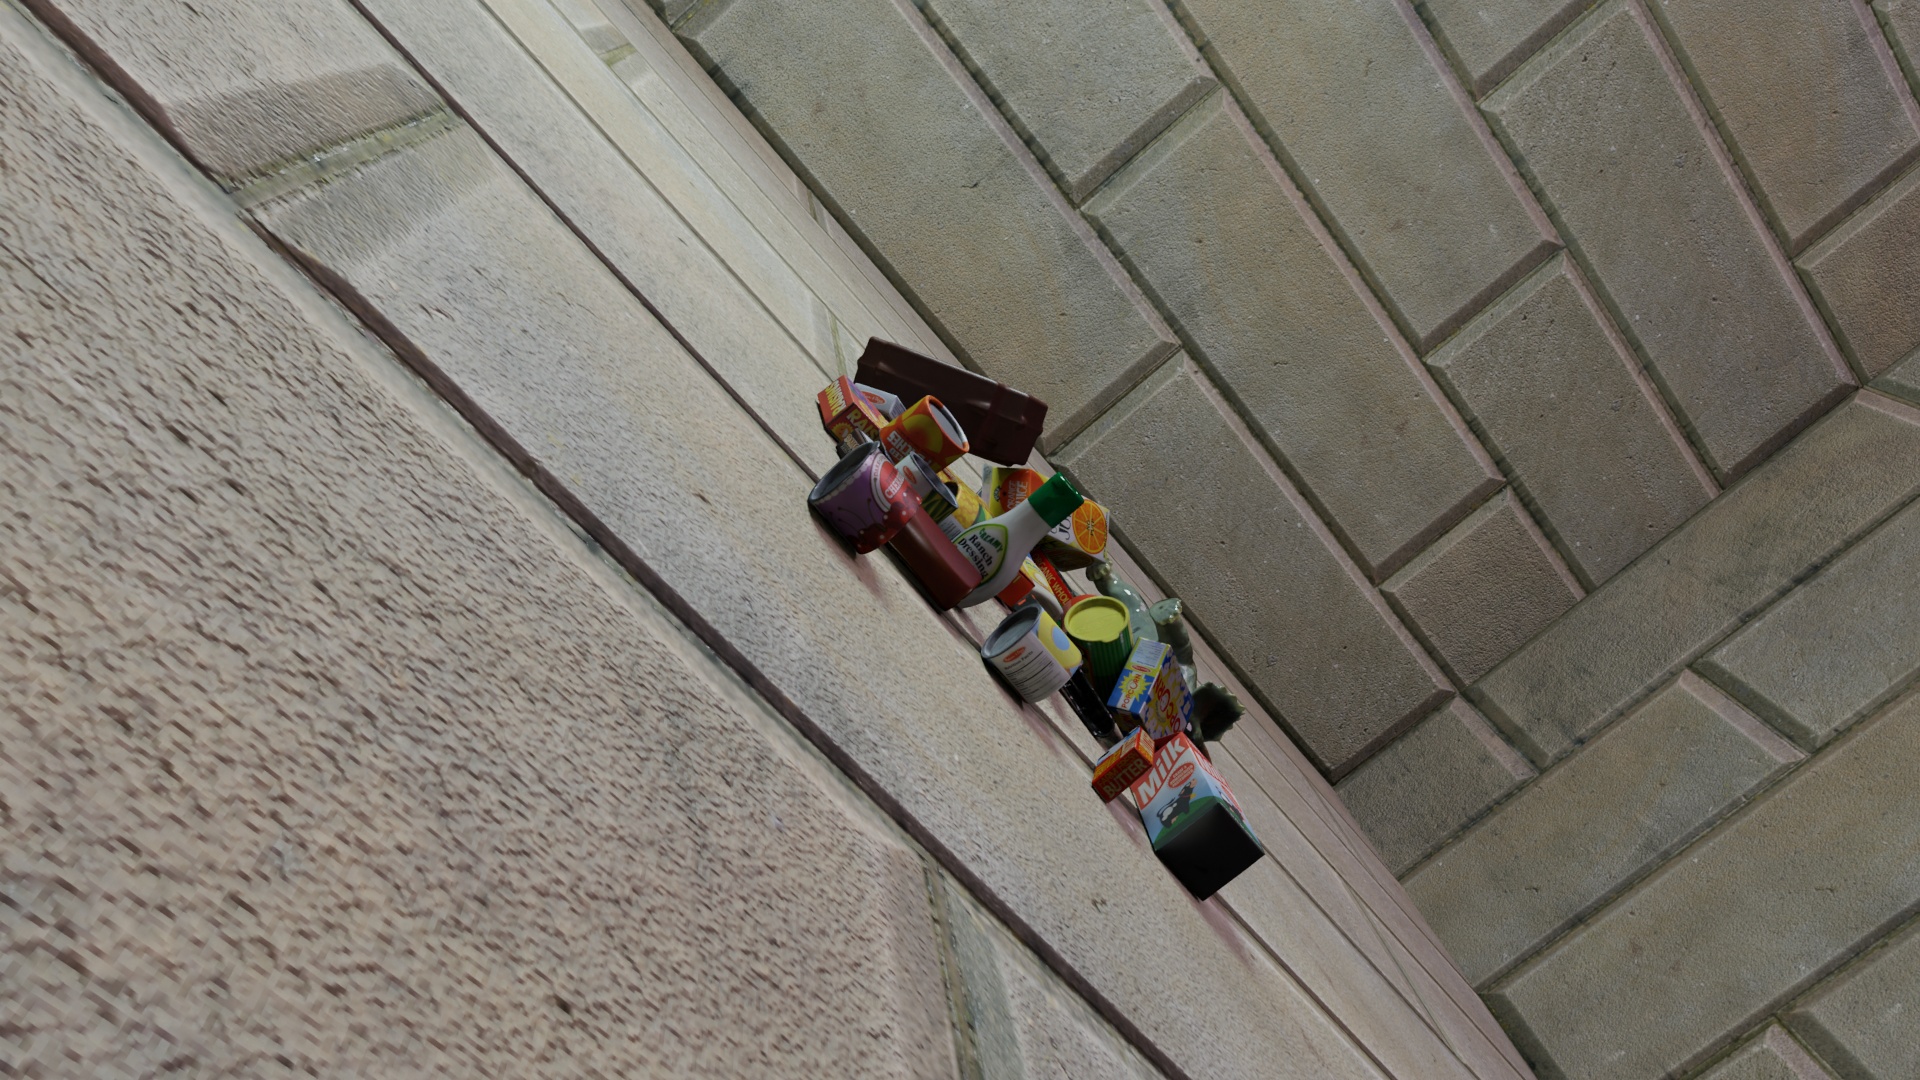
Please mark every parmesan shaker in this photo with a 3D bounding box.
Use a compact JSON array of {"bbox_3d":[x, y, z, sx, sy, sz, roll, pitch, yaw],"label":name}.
[{"bbox_3d":[0.148,0.119,1.431,0.071,0.071,0.102,-119,-168,-52],"label":"parmesan shaker"}]

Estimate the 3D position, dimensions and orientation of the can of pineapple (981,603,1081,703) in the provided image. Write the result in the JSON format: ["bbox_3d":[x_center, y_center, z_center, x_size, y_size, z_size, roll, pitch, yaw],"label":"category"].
[{"bbox_3d":[0.061,0.096,1.186,0.058,0.071,0.071,49,8,-14],"label":"can of pineapple"}]

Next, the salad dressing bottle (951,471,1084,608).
[{"bbox_3d":[0.043,-0.001,1.237,0.064,0.147,0.044,54,9,28],"label":"salad dressing bottle"}]

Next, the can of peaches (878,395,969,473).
[{"bbox_3d":[-0.034,-0.093,1.298,0.071,0.058,0.071,50,17,-21],"label":"can of peaches"}]

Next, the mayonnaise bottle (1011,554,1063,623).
[{"bbox_3d":[0.071,0.045,1.541,0.064,0.041,0.148,38,13,-21],"label":"mayonnaise bottle"}]

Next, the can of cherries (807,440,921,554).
[{"bbox_3d":[-0.070,-0.033,1.050,0.058,0.071,0.072,49,8,-16],"label":"can of cherries"}]

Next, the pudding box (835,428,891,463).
[{"bbox_3d":[-0.075,-0.061,1.288,0.083,0.030,0.050,42,11,-45],"label":"pudding box"}]

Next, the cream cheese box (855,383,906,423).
[{"bbox_3d":[-0.075,-0.123,1.448,0.053,0.024,0.103,21,-16,26],"label":"cream cheese box"}]

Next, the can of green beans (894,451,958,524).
[{"bbox_3d":[-0.044,-0.036,1.241,0.071,0.058,0.071,49,8,-9],"label":"can of green beans"}]

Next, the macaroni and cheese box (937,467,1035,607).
[{"bbox_3d":[0.005,-0.019,1.480,0.123,0.040,0.167,42,11,-37],"label":"macaroni and cheese box"}]

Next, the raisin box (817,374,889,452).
[{"bbox_3d":[-0.084,-0.096,1.361,0.123,0.040,0.086,47,9,-27],"label":"raisin box"}]

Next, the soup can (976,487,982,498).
[{"bbox_3d":[0.059,-0.028,1.730,0.083,0.071,0.071,47,9,-29],"label":"soup can"}]

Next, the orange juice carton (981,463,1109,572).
[{"bbox_3d":[0.090,-0.028,1.654,0.192,0.073,0.072,24,62,-41],"label":"orange juice carton"}]

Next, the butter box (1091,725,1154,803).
[{"bbox_3d":[0.145,0.197,1.232,0.024,0.053,0.103,49,8,4],"label":"butter box"}]

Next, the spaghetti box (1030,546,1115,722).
[{"bbox_3d":[0.127,0.102,1.562,0.028,0.050,0.251,46,9,-46],"label":"spaghetti box"}]

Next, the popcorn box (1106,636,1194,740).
[{"bbox_3d":[0.198,0.169,1.428,0.038,0.085,0.126,13,-30,31],"label":"popcorn box"}]

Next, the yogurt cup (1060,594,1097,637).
[{"bbox_3d":[0.138,0.095,1.494,0.072,0.072,0.054,45,24,-32],"label":"yogurt cup"}]

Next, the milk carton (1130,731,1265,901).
[{"bbox_3d":[0.213,0.246,1.304,0.072,0.073,0.191,48,8,-14],"label":"milk carton"}]

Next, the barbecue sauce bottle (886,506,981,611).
[{"bbox_3d":[-0.045,-0.009,1.175,0.148,0.043,0.065,49,8,-2],"label":"barbecue sauce bottle"}]

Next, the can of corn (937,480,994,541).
[{"bbox_3d":[-0.007,-0.016,1.316,0.058,0.071,0.071,46,9,-26],"label":"can of corn"}]
